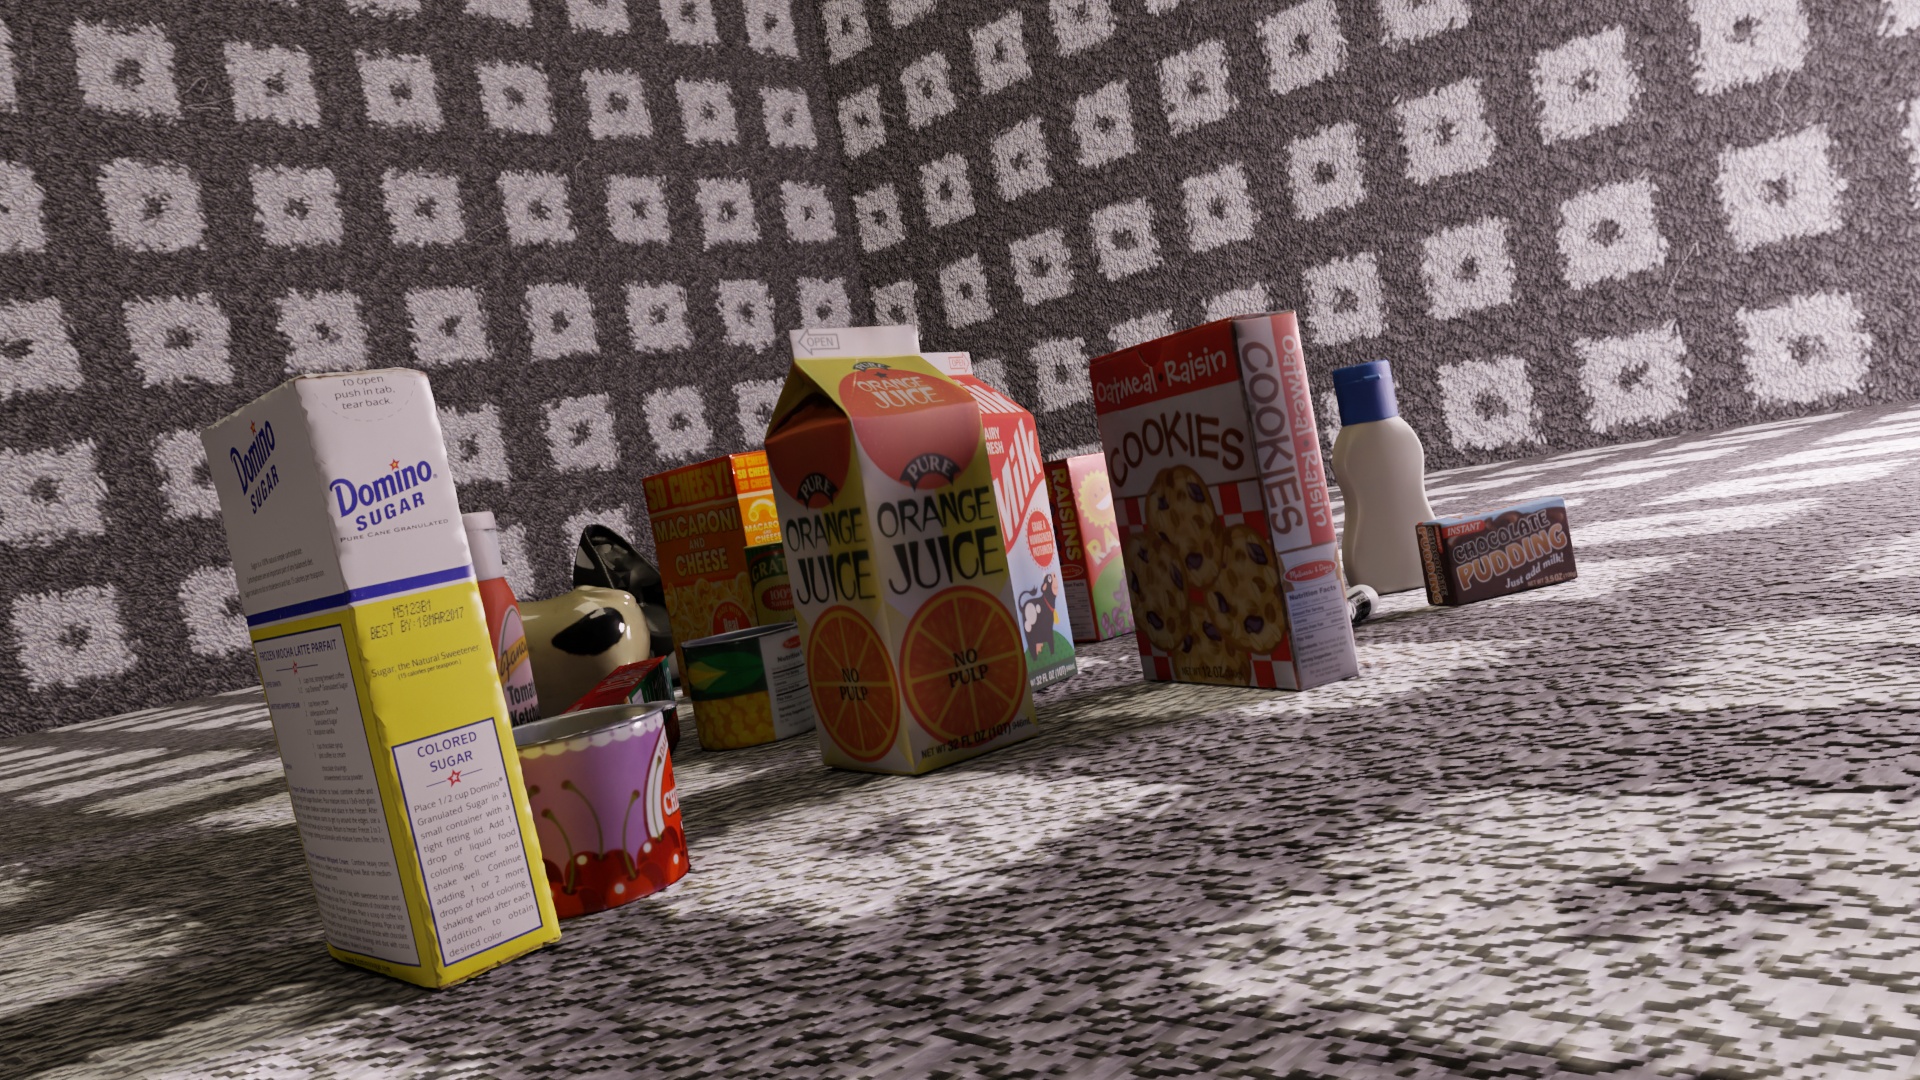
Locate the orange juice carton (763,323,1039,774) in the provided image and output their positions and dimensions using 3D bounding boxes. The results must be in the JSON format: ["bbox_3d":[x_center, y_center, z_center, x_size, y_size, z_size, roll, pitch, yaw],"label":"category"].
[{"bbox_3d":[-0.030,0.000,0.613,0.072,0.192,0.073,-11,1,-38],"label":"orange juice carton"}]

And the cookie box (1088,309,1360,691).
[{"bbox_3d":[0.120,-0.016,0.663,0.040,0.167,0.123,-11,1,-26],"label":"cookie box"}]

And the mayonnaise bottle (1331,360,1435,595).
[{"bbox_3d":[0.272,-0.041,0.901,0.065,0.148,0.041,-10,1,-2],"label":"mayonnaise bottle"}]

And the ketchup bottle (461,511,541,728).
[{"bbox_3d":[-0.263,0.060,0.763,0.043,0.148,0.065,-10,1,5],"label":"ketchup bottle"}]

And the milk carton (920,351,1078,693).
[{"bbox_3d":[0.003,-0.010,0.763,0.073,0.190,0.072,-10,1,31],"label":"milk carton"}]

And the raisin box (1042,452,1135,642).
[{"bbox_3d":[0.101,0.001,0.944,0.086,0.123,0.040,-11,2,-37],"label":"raisin box"}]

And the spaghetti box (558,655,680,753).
[{"bbox_3d":[-0.166,0.094,0.693,0.029,0.050,0.250,-10,2,-7],"label":"spaghetti box"}]

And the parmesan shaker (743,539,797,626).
[{"bbox_3d":[-0.099,0.048,0.917,0.071,0.103,0.071,-10,1,0],"label":"parmesan shaker"}]

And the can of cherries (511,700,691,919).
[{"bbox_3d":[-0.126,0.090,0.472,0.071,0.058,0.071,-10,1,0],"label":"can of cherries"}]

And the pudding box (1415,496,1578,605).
[{"bbox_3d":[0.307,0.006,0.797,0.084,0.049,0.030,-11,1,-14],"label":"pudding box"}]

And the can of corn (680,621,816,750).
[{"bbox_3d":[-0.117,0.079,0.760,0.071,0.058,0.071,-10,1,0],"label":"can of corn"}]

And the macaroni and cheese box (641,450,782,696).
[{"bbox_3d":[-0.168,0.026,1.000,0.040,0.166,0.123,-11,2,-43],"label":"macaroni and cheese box"}]
